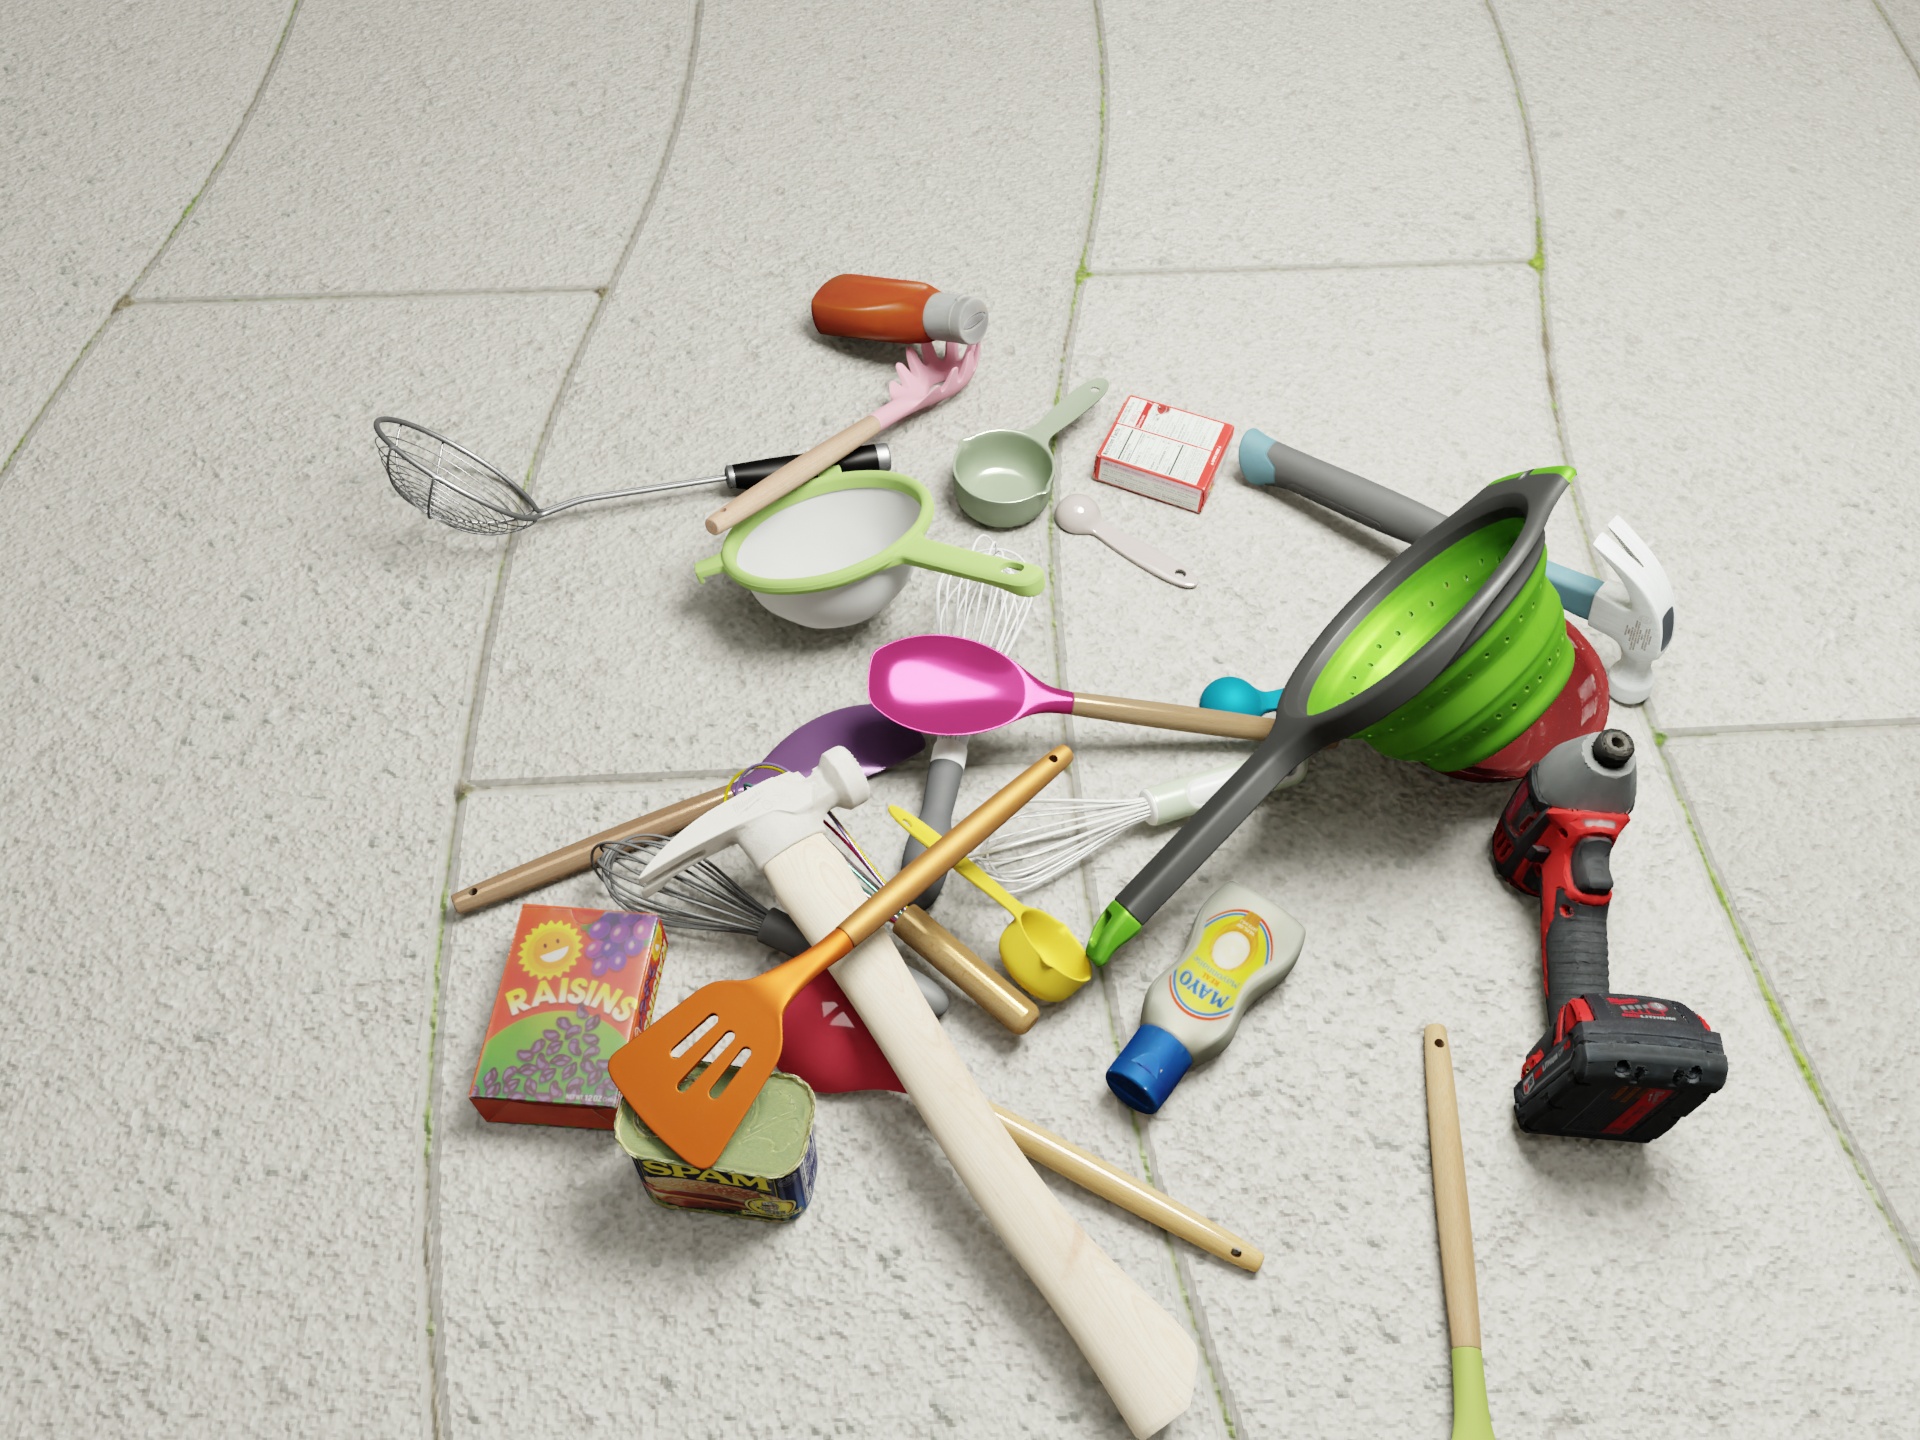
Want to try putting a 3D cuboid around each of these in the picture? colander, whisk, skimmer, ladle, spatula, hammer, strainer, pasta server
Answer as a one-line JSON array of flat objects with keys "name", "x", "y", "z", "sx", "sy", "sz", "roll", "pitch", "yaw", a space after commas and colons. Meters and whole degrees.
[{"name": "colander", "x": 0.238, "y": 0.022, "z": 0.949, "sx": 0.094, "sy": 0.204, "sz": 0.397, "roll": 44, "pitch": 88, "yaw": -7}, {"name": "whisk", "x": 0.113, "y": 0.057, "z": 1.010, "sx": 0.246, "sy": 0.059, "sz": 0.058, "roll": -15, "pitch": 86, "yaw": -17}, {"name": "skimmer", "x": -0.232, "y": -0.198, "z": 1.162, "sx": 0.363, "sy": 0.090, "sz": 0.127, "roll": -9, "pitch": 23, "yaw": -10}, {"name": "ladle", "x": 0.265, "y": 0.298, "z": 0.831, "sx": 0.078, "sy": 0.062, "sz": 0.320, "roll": 5, "pitch": 51, "yaw": 2}, {"name": "whisk", "x": -0.001, "y": -0.003, "z": 1.050, "sx": 0.070, "sy": 0.070, "sz": 0.285, "roll": 9, "pitch": 60, "yaw": 5}, {"name": "ladle", "x": 0.023, "y": 0.228, "z": 0.892, "sx": 0.315, "sy": 0.031, "sz": 0.069, "roll": 25, "pitch": 87, "yaw": 13}, {"name": "spatula", "x": -0.172, "y": 0.056, "z": 1.023, "sx": 0.316, "sy": 0.018, "sz": 0.060, "roll": -22, "pitch": 56, "yaw": -18}, {"name": "hammer", "x": 0.340, "y": -0.129, "z": 1.122, "sx": 0.331, "sy": 0.128, "sz": 0.033, "roll": 30, "pitch": 59, "yaw": 29}, {"name": "strainer", "x": -0.044, "y": -0.097, "z": 1.075, "sx": 0.256, "sy": 0.069, "sz": 0.151, "roll": 17, "pitch": 46, "yaw": 36}, {"name": "hammer", "x": -0.019, "y": 0.203, "z": 0.866, "sx": 0.146, "sy": 0.038, "sz": 0.411, "roll": -29, "pitch": 67, "yaw": -18}, {"name": "whisk", "x": -0.052, "y": 0.109, "z": 0.961, "sx": 0.245, "sy": 0.051, "sz": 0.047, "roll": 37, "pitch": 58, "yaw": 19}, {"name": "whisk", "x": -0.117, "y": 0.126, "z": 0.959, "sx": 0.239, "sy": 0.055, "sz": 0.055, "roll": 23, "pitch": 57, "yaw": 10}, {"name": "pasta server", "x": -0.082, "y": -0.215, "z": 1.170, "sx": 0.060, "sy": 0.040, "sz": 0.316, "roll": 13, "pitch": 38, "yaw": 33}, {"name": "spatula", "x": -0.048, "y": 0.110, "z": 0.879, "sx": 0.081, "sy": 0.041, "sz": 0.322, "roll": 40, "pitch": 58, "yaw": 20}]

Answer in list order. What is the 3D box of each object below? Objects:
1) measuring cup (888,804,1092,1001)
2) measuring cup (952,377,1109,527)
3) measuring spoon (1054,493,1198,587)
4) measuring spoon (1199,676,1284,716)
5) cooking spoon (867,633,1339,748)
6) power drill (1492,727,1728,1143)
[{"name": "measuring cup", "x": 0.011, "y": 0.109, "z": 0.946, "sx": 0.156, "sy": 0.029, "sz": 0.062, "roll": 40, "pitch": 20, "yaw": 3}, {"name": "measuring cup", "x": 0.060, "y": -0.205, "z": 1.205, "sx": 0.083, "sy": 0.038, "sz": 0.167, "roll": 33, "pitch": 58, "yaw": 21}, {"name": "measuring spoon", "x": 0.123, "y": -0.133, "z": 1.164, "sx": 0.124, "sy": 0.018, "sz": 0.034, "roll": 34, "pitch": 60, "yaw": 20}, {"name": "measuring spoon", "x": 0.227, "y": -0.021, "z": 1.081, "sx": 0.128, "sy": 0.021, "sz": 0.042, "roll": -8, "pitch": 55, "yaw": -5}, {"name": "cooking spoon", "x": 0.097, "y": -0.007, "z": 1.035, "sx": 0.318, "sy": 0.017, "sz": 0.069, "roll": 7, "pitch": 69, "yaw": -10}, {"name": "power drill", "x": 0.362, "y": 0.117, "z": 0.912, "sx": 0.078, "sy": 0.143, "sz": 0.220, "roll": 5, "pitch": 56, "yaw": -1}]
